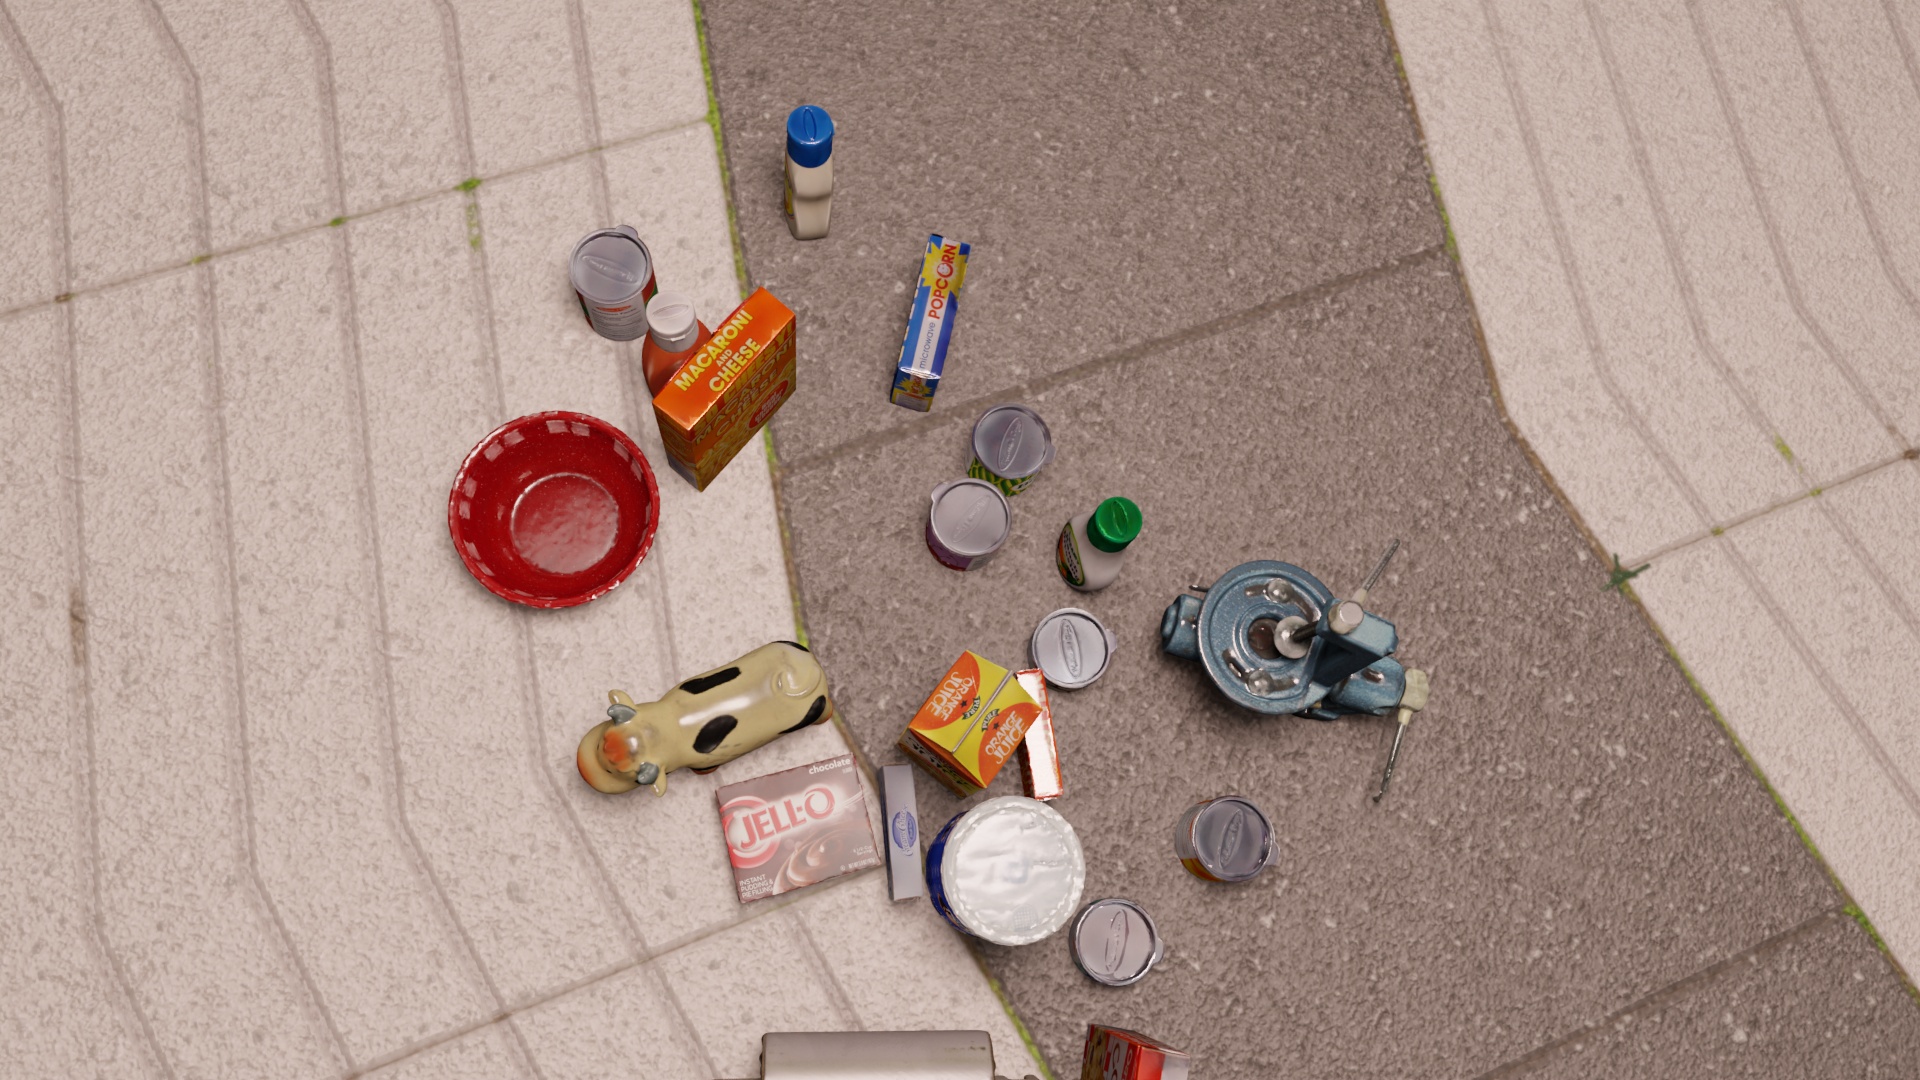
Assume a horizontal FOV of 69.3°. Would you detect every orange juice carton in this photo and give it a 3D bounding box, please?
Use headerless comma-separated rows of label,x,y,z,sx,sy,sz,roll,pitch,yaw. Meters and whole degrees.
orange juice carton,0.005,0.139,1.038,0.073,0.192,0.072,38,75,3

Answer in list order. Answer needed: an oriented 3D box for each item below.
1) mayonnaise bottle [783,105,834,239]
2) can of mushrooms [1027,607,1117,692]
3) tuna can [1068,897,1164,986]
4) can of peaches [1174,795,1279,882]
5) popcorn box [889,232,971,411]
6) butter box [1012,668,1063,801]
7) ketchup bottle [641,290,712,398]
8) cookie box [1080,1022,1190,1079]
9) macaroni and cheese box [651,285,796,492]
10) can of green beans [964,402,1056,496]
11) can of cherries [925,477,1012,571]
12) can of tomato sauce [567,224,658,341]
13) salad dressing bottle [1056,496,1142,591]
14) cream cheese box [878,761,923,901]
mayonnaise bottle,-0.127,-0.310,1.162,0.041,0.147,0.065,-8,77,-9
can of mushrooms,0.091,0.091,1.143,0.071,0.033,0.071,2,75,-6
tuna can,0.122,0.314,1.089,0.071,0.032,0.071,2,75,-6
can of peaches,0.211,0.239,1.106,0.071,0.058,0.071,2,76,-6
popcorn box,-0.026,-0.182,1.173,0.038,0.085,0.127,14,74,-3
butter box,0.059,0.157,1.112,0.024,0.053,0.103,-7,77,-8
ketchup bottle,-0.225,-0.153,1.109,0.065,0.148,0.043,-18,79,-11
cookie box,0.116,0.418,0.991,0.040,0.167,0.123,11,75,-4
macaroni and cheese box,-0.183,-0.115,1.095,0.040,0.166,0.124,39,75,4
can of green beans,0.039,-0.075,1.168,0.071,0.057,0.071,2,76,-6
can of cherries,0.004,-0.014,1.147,0.071,0.058,0.071,2,76,-6
can of tomato sauce,-0.285,-0.212,1.151,0.071,0.083,0.071,2,76,-6
salad dressing bottle,0.111,0.001,1.110,0.044,0.147,0.064,-11,78,-9
cream cheese box,-0.047,0.227,1.080,0.024,0.053,0.104,-4,76,-8
